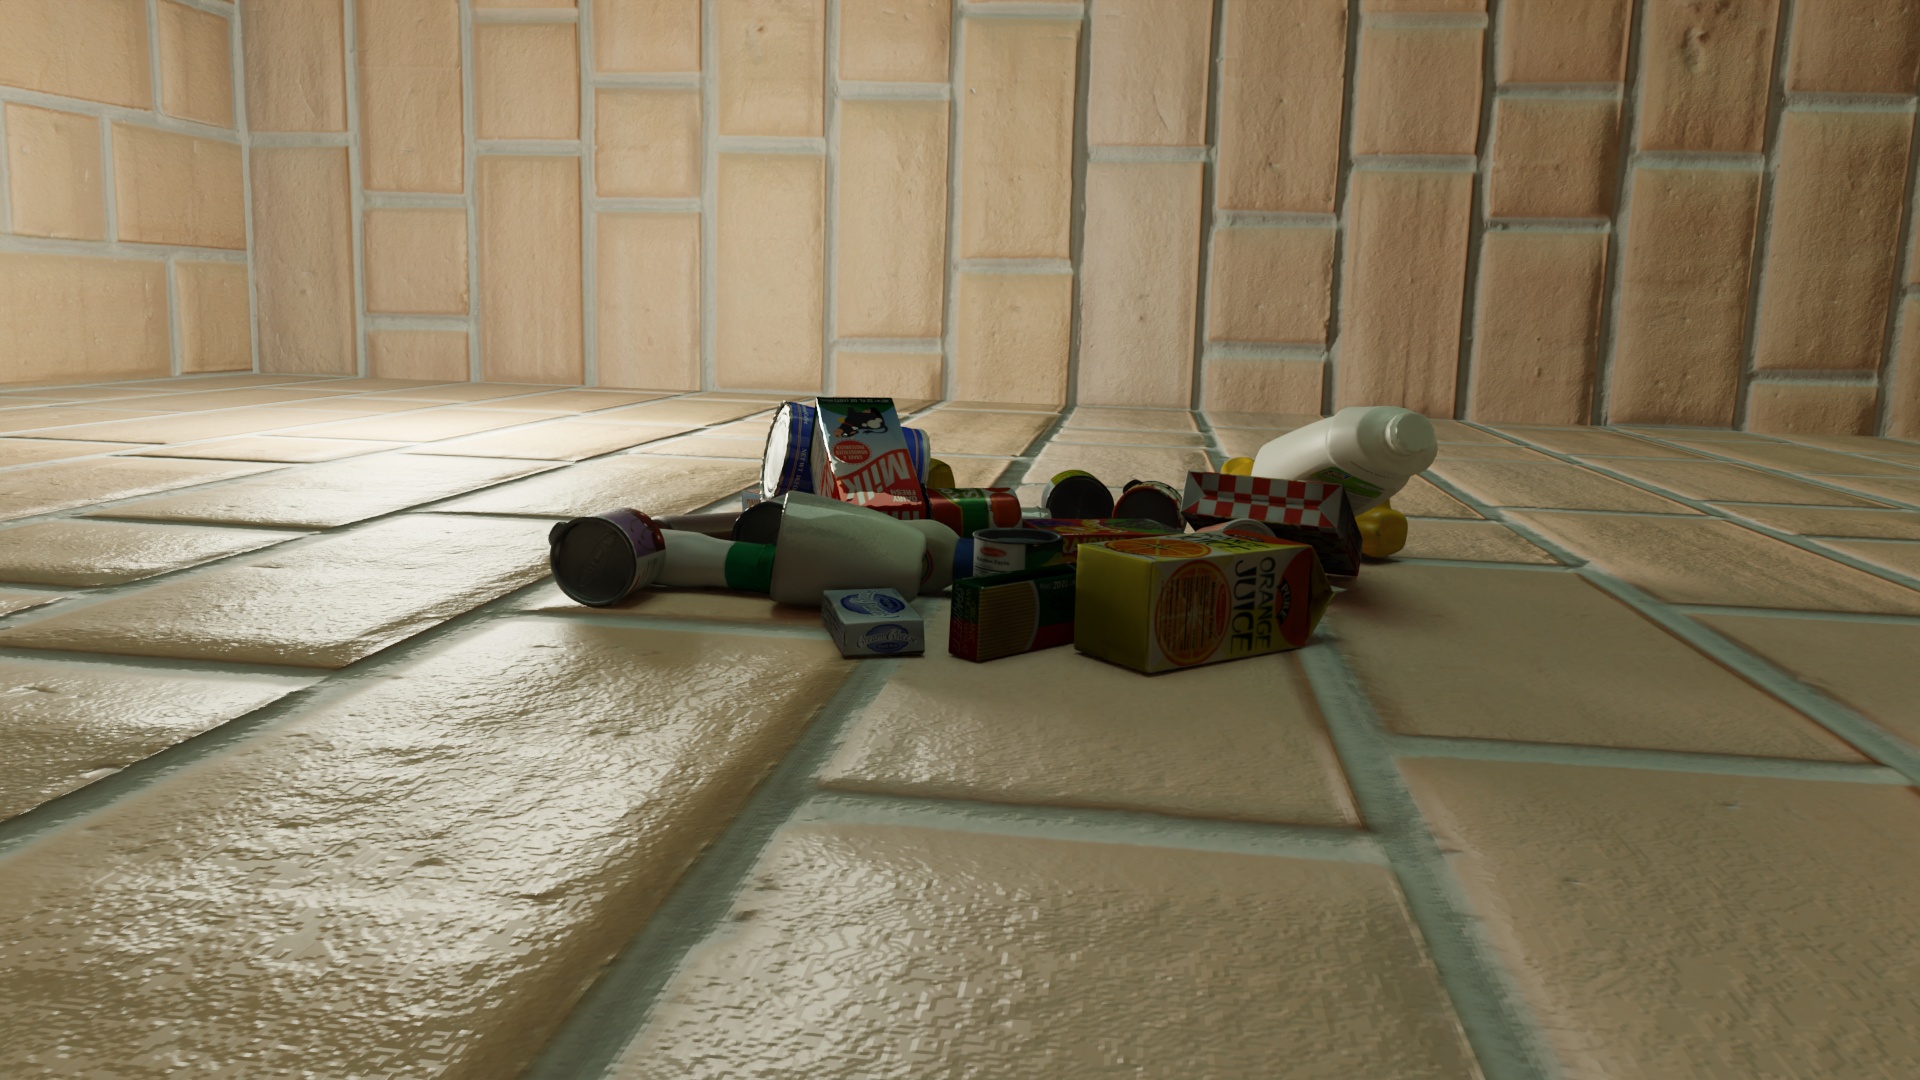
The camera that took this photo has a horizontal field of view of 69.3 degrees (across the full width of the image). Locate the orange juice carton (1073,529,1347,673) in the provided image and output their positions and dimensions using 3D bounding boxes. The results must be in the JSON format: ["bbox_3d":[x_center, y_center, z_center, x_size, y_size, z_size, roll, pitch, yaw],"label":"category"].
[{"bbox_3d":[0.171,0.035,0.931,0.193,0.073,0.072,-5,11,-37],"label":"orange juice carton"}]

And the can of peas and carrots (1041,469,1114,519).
[{"bbox_3d":[0.115,-0.033,1.342,0.071,0.070,0.059,1,9,-2],"label":"can of peas and carrots"}]

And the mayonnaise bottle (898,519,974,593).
[{"bbox_3d":[-0.039,0.011,1.077,0.148,0.064,0.041,7,21,8],"label":"mayonnaise bottle"}]

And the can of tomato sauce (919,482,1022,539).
[{"bbox_3d":[0.004,-0.015,1.203,0.083,0.071,0.071,-1,10,-19],"label":"can of tomato sauce"}]

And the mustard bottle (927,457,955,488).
[{"bbox_3d":[-0.076,-0.056,1.455,0.160,0.065,0.049,5,13,43],"label":"mustard bottle"}]

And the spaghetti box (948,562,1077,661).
[{"bbox_3d":[0.093,0.039,0.962,0.251,0.050,0.029,-7,15,-42],"label":"spaghetti box"}]

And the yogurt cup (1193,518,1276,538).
[{"bbox_3d":[0.208,0.016,1.081,0.072,0.072,0.054,-2,2,-21],"label":"yogurt cup"}]

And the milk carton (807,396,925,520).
[{"bbox_3d":[-0.080,-0.038,1.186,0.072,0.073,0.191,0,42,-16],"label":"milk carton"}]

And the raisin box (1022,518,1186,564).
[{"bbox_3d":[0.120,0.006,1.195,0.123,0.040,0.086,0,10,-16],"label":"raisin box"}]

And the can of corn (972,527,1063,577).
[{"bbox_3d":[0.043,0.024,1.017,0.071,0.058,0.071,2,9,0],"label":"can of corn"}]

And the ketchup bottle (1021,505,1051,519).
[{"bbox_3d":[0.008,-0.013,1.271,0.149,0.043,0.065,0,11,-10],"label":"ketchup bottle"}]

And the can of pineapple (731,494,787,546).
[{"bbox_3d":[-0.142,0.000,1.113,0.071,0.071,0.058,4,9,11],"label":"can of pineapple"}]

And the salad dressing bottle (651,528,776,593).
[{"bbox_3d":[-0.207,0.016,1.070,0.148,0.044,0.064,6,9,16],"label":"salad dressing bottle"}]

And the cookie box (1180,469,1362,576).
[{"bbox_3d":[0.262,-0.013,1.151,0.123,0.040,0.167,6,-12,23],"label":"cookie box"}]

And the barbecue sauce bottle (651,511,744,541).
[{"bbox_3d":[-0.187,-0.003,1.177,0.149,0.043,0.065,-5,13,-36],"label":"barbecue sauce bottle"}]

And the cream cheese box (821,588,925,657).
[{"bbox_3d":[-0.060,0.054,0.927,0.053,0.024,0.104,-2,10,-13],"label":"cream cheese box"}]

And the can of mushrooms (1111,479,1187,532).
[{"bbox_3d":[0.172,-0.022,1.275,0.071,0.071,0.033,4,11,15],"label":"can of mushrooms"}]

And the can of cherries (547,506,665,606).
[{"bbox_3d":[-0.259,0.009,1.018,0.071,0.071,0.058,3,9,10],"label":"can of cherries"}]

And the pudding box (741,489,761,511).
[{"bbox_3d":[-0.178,-0.034,1.397,0.050,0.030,0.084,-8,13,-39],"label":"pudding box"}]
